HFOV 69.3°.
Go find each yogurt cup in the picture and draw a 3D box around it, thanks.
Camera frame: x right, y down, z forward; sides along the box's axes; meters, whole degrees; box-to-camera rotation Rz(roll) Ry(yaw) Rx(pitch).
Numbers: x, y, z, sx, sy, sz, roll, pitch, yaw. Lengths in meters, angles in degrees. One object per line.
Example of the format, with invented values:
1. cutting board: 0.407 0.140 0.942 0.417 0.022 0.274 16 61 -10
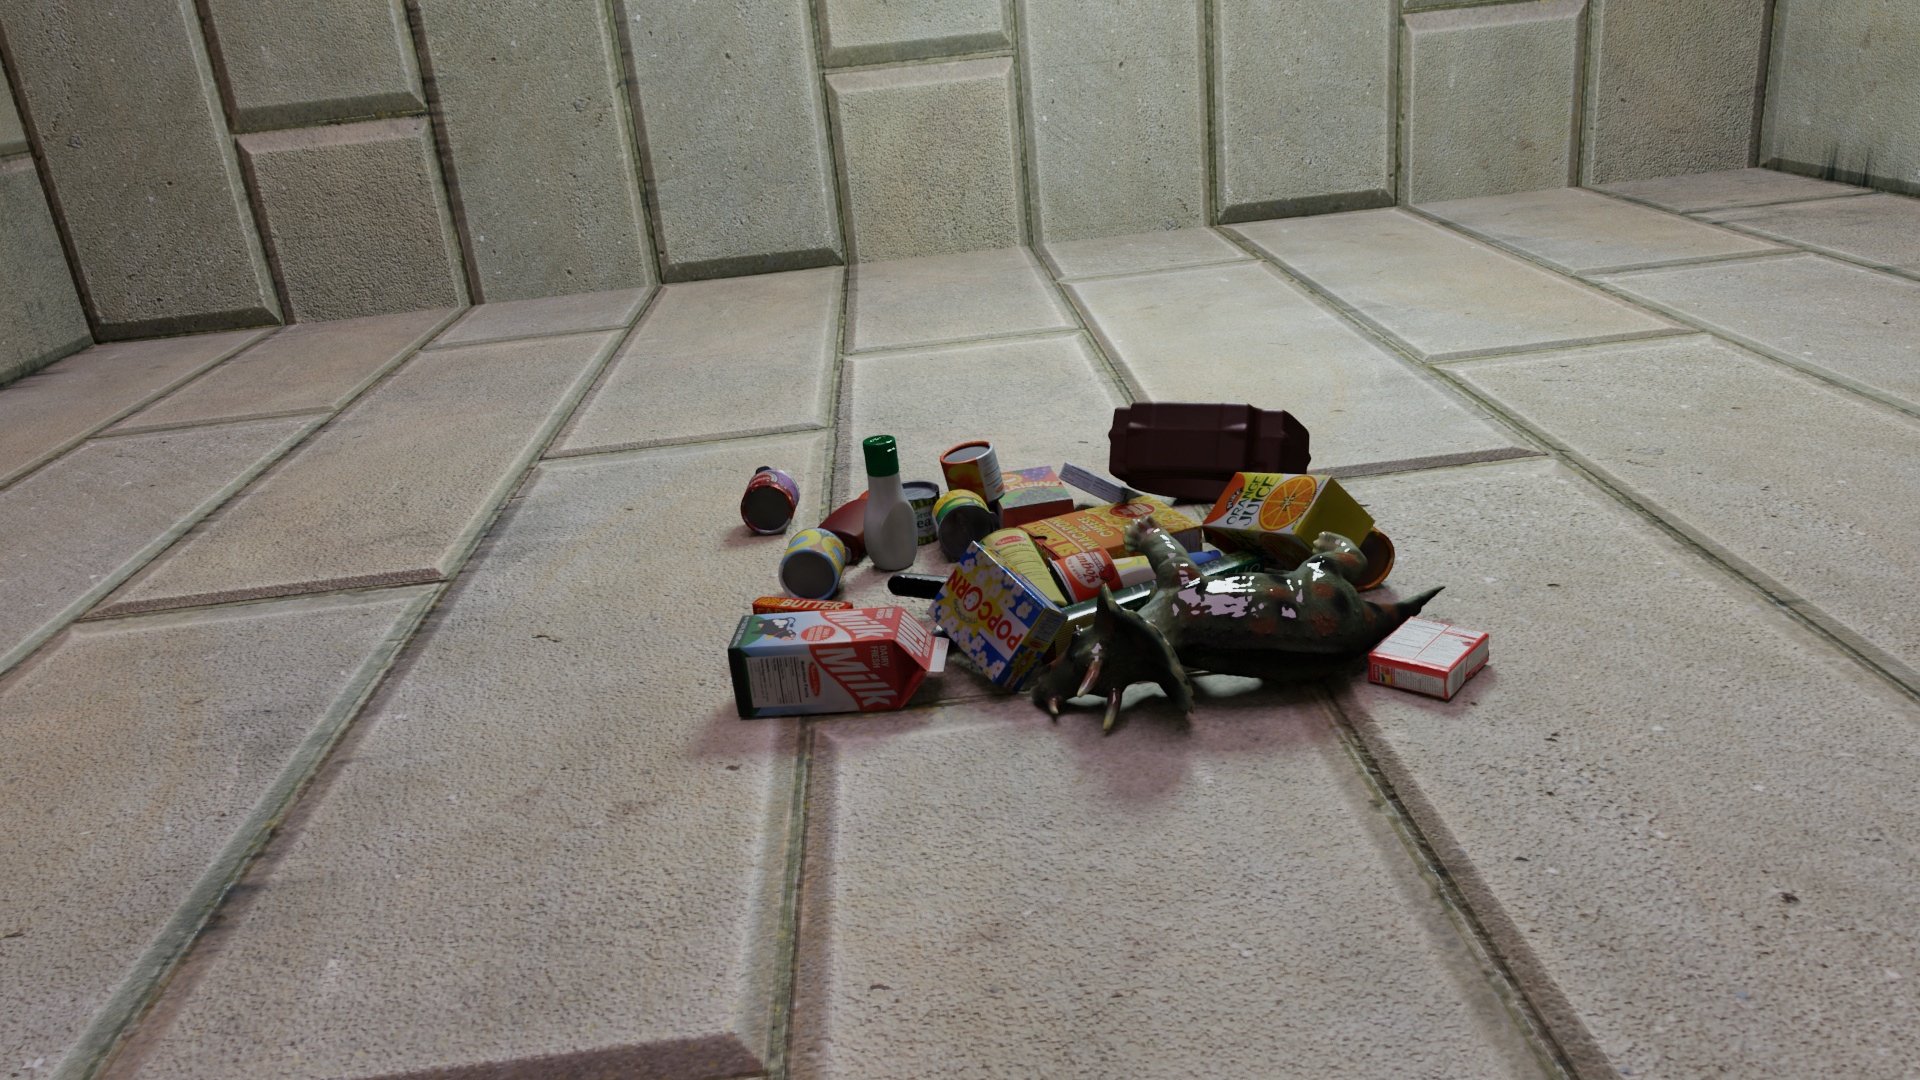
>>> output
1. yogurt cup: 0.124 0.042 1.346 0.054 0.072 0.072 -24 24 -6

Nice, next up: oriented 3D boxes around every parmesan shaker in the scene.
1. parmesan shaker: 0.056 0.047 1.343 0.071 0.071 0.103 -13 47 -17

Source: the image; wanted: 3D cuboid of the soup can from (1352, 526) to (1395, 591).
1. soup can: 0.392 0.008 1.405 0.071 0.071 0.084 -10 23 -9

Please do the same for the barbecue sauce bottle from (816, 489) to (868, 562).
1. barbecue sauce bottle: -0.124 -0.019 1.630 0.065 0.043 0.149 1 22 16

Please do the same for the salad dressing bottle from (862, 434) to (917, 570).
1. salad dressing bottle: -0.081 -0.042 1.535 0.064 0.147 0.044 -24 28 -39

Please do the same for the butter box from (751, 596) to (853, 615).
1. butter box: -0.153 0.085 1.364 0.103 0.053 0.024 3 21 22

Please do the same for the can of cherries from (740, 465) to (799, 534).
1. can of cherries: -0.234 -0.049 1.695 0.071 0.071 0.058 -5 22 3

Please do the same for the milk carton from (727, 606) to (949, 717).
1. milk carton: -0.107 0.109 1.265 0.191 0.073 0.072 -3 21 5

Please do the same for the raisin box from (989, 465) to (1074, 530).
1. raisin box: 0.081 -0.047 1.654 0.086 0.040 0.124 -9 23 -6

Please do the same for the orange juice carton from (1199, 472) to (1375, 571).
1. orange juice carton: 0.314 -0.019 1.398 0.072 0.073 0.192 -55 23 -12

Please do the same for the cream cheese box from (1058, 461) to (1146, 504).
1. cream cheese box: 0.170 -0.061 1.635 0.104 0.024 0.053 28 9 40

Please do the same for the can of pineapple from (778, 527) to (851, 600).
1. can of pineapple: -0.157 0.027 1.491 0.071 0.070 0.058 -4 22 5

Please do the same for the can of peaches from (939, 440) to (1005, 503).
1. can of peaches: 0.012 -0.078 1.625 0.071 0.057 0.071 -13 24 6

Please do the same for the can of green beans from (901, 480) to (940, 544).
1. can of green beans: -0.055 -0.032 1.625 0.071 0.057 0.071 -5 21 2

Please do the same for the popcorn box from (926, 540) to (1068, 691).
1. popcorn box: 0.032 0.069 1.280 0.038 0.085 0.127 24 13 -42

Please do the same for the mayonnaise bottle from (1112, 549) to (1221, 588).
1. mayonnaise bottle: 0.192 0.036 1.413 0.148 0.041 0.065 -7 13 -2

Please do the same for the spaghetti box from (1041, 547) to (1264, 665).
1. spaghetti box: 0.189 0.063 1.334 0.251 0.050 0.029 -16 26 -25

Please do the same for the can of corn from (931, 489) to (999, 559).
1. can of corn: 0.006 -0.020 1.564 0.071 0.071 0.058 -8 21 -6

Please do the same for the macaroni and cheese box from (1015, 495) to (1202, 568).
1. macaroni and cheese box: 0.160 0.000 1.513 0.167 0.040 0.124 -13 21 -17

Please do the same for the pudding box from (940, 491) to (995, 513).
1. pudding box: 0.001 -0.033 1.649 0.050 0.030 0.084 -15 24 -24
